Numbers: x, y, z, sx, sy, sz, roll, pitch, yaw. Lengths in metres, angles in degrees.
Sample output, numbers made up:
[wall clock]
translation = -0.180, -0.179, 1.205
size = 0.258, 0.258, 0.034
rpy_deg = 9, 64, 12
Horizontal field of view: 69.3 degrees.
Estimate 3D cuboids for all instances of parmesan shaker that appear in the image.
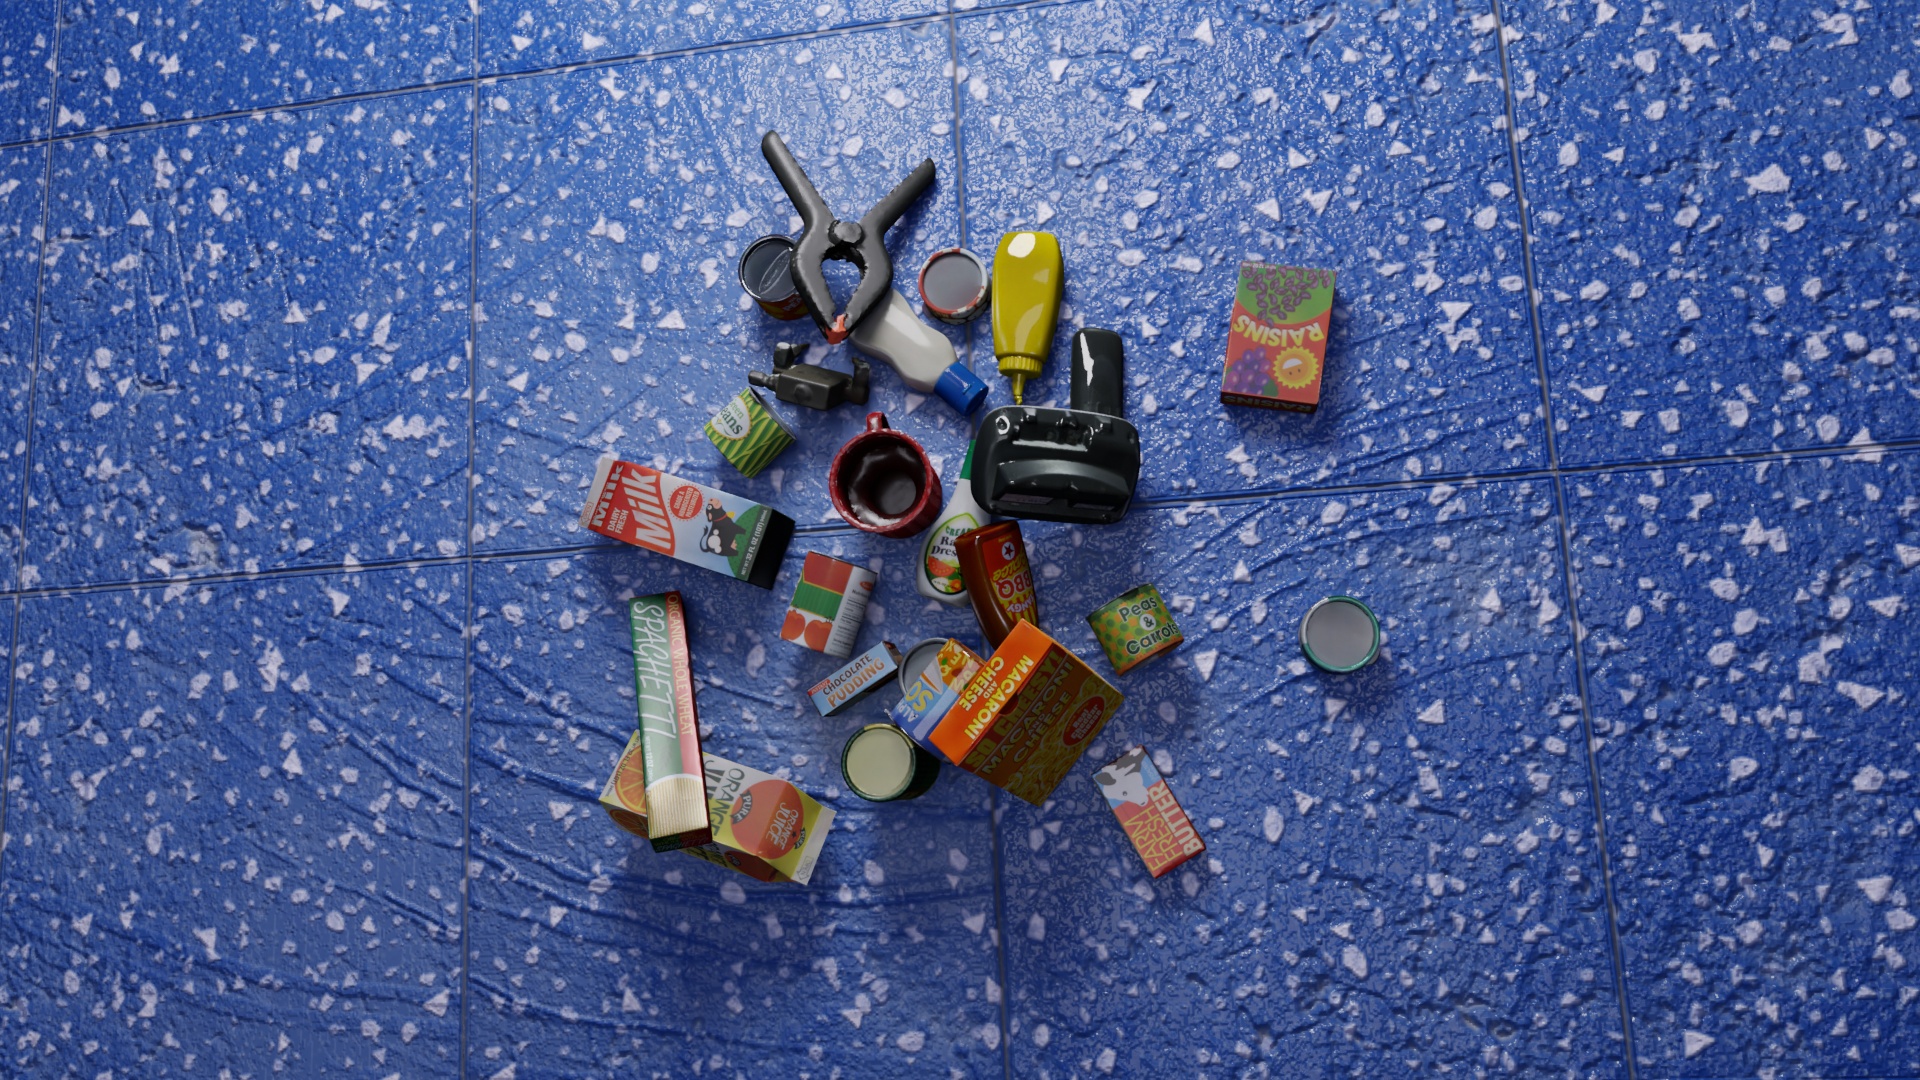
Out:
[parmesan shaker]
translation = -0.062, 0.190, 1.192
size = 0.071, 0.103, 0.071
rpy_deg = -2, 81, 10

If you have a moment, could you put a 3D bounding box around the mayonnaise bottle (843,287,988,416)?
[mayonnaise bottle]
translation = -0.040, -0.173, 1.281
size = 0.148, 0.041, 0.065
rpy_deg = 41, 83, 13

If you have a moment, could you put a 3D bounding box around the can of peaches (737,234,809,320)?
[can of peaches]
translation = -0.167, -0.245, 1.307
size = 0.071, 0.058, 0.071
rpy_deg = -2, 80, 9

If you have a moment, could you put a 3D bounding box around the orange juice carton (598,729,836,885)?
[orange juice carton]
translation = -0.209, 0.238, 1.215
size = 0.193, 0.072, 0.072
rpy_deg = 16, 59, 12

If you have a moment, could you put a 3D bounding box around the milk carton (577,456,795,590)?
[milk carton]
translation = -0.258, -0.018, 1.277
size = 0.191, 0.073, 0.072
rpy_deg = 18, 85, 13

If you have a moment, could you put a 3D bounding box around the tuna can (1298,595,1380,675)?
[tuna can]
translation = 0.324, 0.082, 1.178
size = 0.071, 0.033, 0.071
rpy_deg = -2, 80, 10

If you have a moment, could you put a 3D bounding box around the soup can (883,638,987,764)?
[soup can]
translation = -0.011, 0.131, 1.150
size = 0.071, 0.071, 0.084
rpy_deg = 38, 89, 14

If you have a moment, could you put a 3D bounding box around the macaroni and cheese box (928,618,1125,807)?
[macaroni and cheese box]
translation = 0.059, 0.146, 1.144
size = 0.040, 0.166, 0.124
rpy_deg = 37, 89, 34

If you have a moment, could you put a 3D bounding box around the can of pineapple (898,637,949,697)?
[can of pineapple]
translation = -0.016, 0.122, 1.218
size = 0.071, 0.058, 0.071
rpy_deg = -2, 81, 10

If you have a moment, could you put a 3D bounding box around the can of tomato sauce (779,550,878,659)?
[can of tomato sauce]
translation = -0.120, 0.057, 1.244
size = 0.071, 0.071, 0.083
rpy_deg = 17, 85, 12

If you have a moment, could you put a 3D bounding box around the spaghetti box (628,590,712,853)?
[spaghetti box]
translation = -0.256, 0.151, 1.215
size = 0.050, 0.028, 0.251
rpy_deg = -9, 53, -8

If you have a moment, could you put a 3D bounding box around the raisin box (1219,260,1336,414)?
[raisin box]
translation = 0.280, -0.179, 1.227
size = 0.086, 0.040, 0.123
rpy_deg = 9, 81, 10

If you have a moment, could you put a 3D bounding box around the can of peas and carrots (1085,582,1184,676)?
[can of peas and carrots]
translation = 0.151, 0.076, 1.190
size = 0.071, 0.071, 0.059
rpy_deg = -29, 78, 4

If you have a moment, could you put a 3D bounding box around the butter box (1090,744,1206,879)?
[butter box]
translation = 0.160, 0.231, 1.186
size = 0.053, 0.024, 0.103
rpy_deg = -33, 76, 4

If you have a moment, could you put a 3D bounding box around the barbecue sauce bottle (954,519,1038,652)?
[barbecue sauce bottle]
translation = 0.040, 0.060, 1.208
size = 0.043, 0.065, 0.148
rpy_deg = -8, 100, 46

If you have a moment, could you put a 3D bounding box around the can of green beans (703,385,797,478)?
[can of green beans]
translation = -0.194, -0.099, 1.283
size = 0.058, 0.071, 0.071
rpy_deg = -41, 77, 2

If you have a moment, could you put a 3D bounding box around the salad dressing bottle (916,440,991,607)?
[salad dressing bottle]
translation = 0.004, -0.016, 1.245
size = 0.064, 0.044, 0.148
rpy_deg = 17, 84, 1

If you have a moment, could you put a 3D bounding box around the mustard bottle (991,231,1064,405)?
[mustard bottle]
translation = 0.057, -0.199, 1.264
size = 0.065, 0.049, 0.160
rpy_deg = 5, 82, 11

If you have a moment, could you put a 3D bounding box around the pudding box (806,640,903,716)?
[pudding box]
translation = -0.090, 0.124, 1.235
size = 0.083, 0.049, 0.030
rpy_deg = -33, 79, 4

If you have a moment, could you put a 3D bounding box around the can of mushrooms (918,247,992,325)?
[can of mushrooms]
translation = -0.007, -0.235, 1.290
size = 0.071, 0.033, 0.071
rpy_deg = -1, 81, 9
